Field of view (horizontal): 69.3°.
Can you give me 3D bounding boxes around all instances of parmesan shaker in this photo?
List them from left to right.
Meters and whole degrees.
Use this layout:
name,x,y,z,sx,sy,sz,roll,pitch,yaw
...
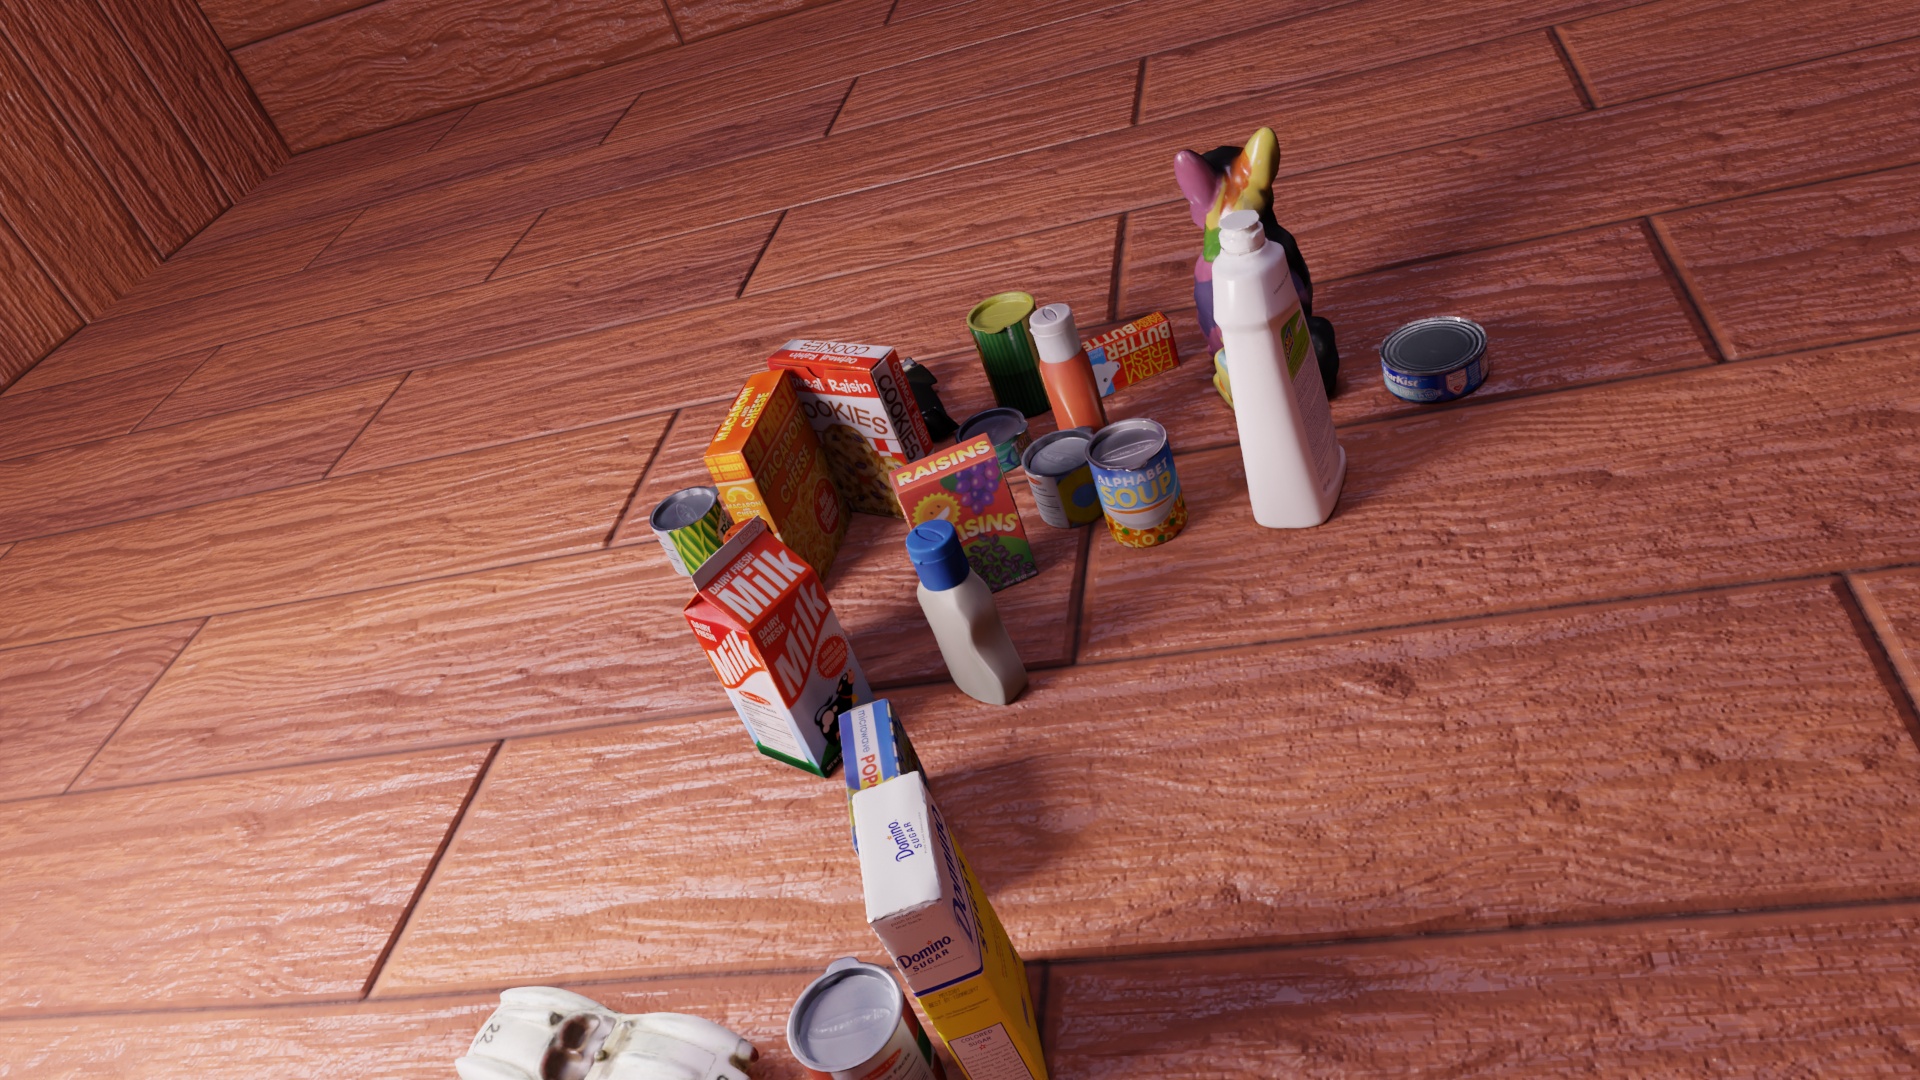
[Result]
name,x,y,z,sx,sy,sz,roll,pitch,yaw
parmesan shaker,0.052,-0.173,1.315,0.071,0.102,0.072,-14,35,10

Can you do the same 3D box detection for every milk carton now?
name,x,y,z,sx,sy,sz,roll,pitch,yaw
milk carton,-0.133,0.075,1.003,0.073,0.189,0.073,12,47,39

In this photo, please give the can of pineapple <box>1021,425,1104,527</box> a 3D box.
name,x,y,z,sx,sy,sz,roll,pitch,yaw
can of pineapple,0.093,-0.053,1.173,0.071,0.057,0.071,-14,35,10

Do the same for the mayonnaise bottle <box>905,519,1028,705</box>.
name,x,y,z,sx,sy,sz,roll,pitch,yaw
mayonnaise bottle,0.001,0.052,1.001,0.041,0.147,0.065,-41,39,-26

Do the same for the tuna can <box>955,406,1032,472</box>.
name,x,y,z,sx,sy,sz,roll,pitch,yaw
tuna can,0.033,-0.091,1.276,0.071,0.032,0.071,-14,35,10

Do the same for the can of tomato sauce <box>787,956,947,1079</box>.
name,x,y,z,sx,sy,sz,roll,pitch,yaw
can of tomato sauce,-0.051,0.285,0.772,0.071,0.082,0.071,-14,35,10

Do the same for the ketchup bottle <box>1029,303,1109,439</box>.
name,x,y,z,sx,sy,sz,roll,pitch,yaw
ketchup bottle,0.096,-0.132,1.197,0.043,0.148,0.065,-23,35,-2

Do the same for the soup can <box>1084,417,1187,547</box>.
name,x,y,z,sx,sy,sz,roll,pitch,yaw
soup can,0.142,-0.044,1.112,0.071,0.083,0.072,-14,35,10

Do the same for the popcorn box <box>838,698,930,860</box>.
name,x,y,z,sx,sy,sz,roll,pitch,yaw
popcorn box,-0.044,0.177,0.912,0.038,0.085,0.127,-19,35,3

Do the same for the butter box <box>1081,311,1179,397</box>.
name,x,y,z,sx,sy,sz,roll,pitch,yaw
butter box,0.151,-0.171,1.304,0.103,0.053,0.024,-23,35,-2

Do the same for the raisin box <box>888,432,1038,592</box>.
name,x,y,z,sx,sy,sz,roll,pitch,yaw
raisin box,0.004,-0.014,1.109,0.086,0.123,0.040,-22,35,0

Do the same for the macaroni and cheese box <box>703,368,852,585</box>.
name,x,y,z,sx,sy,sz,roll,pitch,yaw
macaroni and cheese box,-0.154,-0.044,1.194,0.040,0.165,0.124,-7,37,20

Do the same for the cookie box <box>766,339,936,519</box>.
name,x,y,z,sx,sy,sz,roll,pitch,yaw
cookie box,-0.088,-0.096,1.229,0.123,0.166,0.040,10,45,37

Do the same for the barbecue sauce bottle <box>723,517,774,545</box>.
name,x,y,z,sx,sy,sz,roll,pitch,yaw
barbecue sauce bottle,-0.138,0.049,1.077,0.065,0.148,0.044,-8,37,19

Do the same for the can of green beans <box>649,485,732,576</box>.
name,x,y,z,sx,sy,sz,roll,pitch,yaw
can of green beans,-0.246,-0.008,1.289,0.071,0.057,0.071,-14,35,10
